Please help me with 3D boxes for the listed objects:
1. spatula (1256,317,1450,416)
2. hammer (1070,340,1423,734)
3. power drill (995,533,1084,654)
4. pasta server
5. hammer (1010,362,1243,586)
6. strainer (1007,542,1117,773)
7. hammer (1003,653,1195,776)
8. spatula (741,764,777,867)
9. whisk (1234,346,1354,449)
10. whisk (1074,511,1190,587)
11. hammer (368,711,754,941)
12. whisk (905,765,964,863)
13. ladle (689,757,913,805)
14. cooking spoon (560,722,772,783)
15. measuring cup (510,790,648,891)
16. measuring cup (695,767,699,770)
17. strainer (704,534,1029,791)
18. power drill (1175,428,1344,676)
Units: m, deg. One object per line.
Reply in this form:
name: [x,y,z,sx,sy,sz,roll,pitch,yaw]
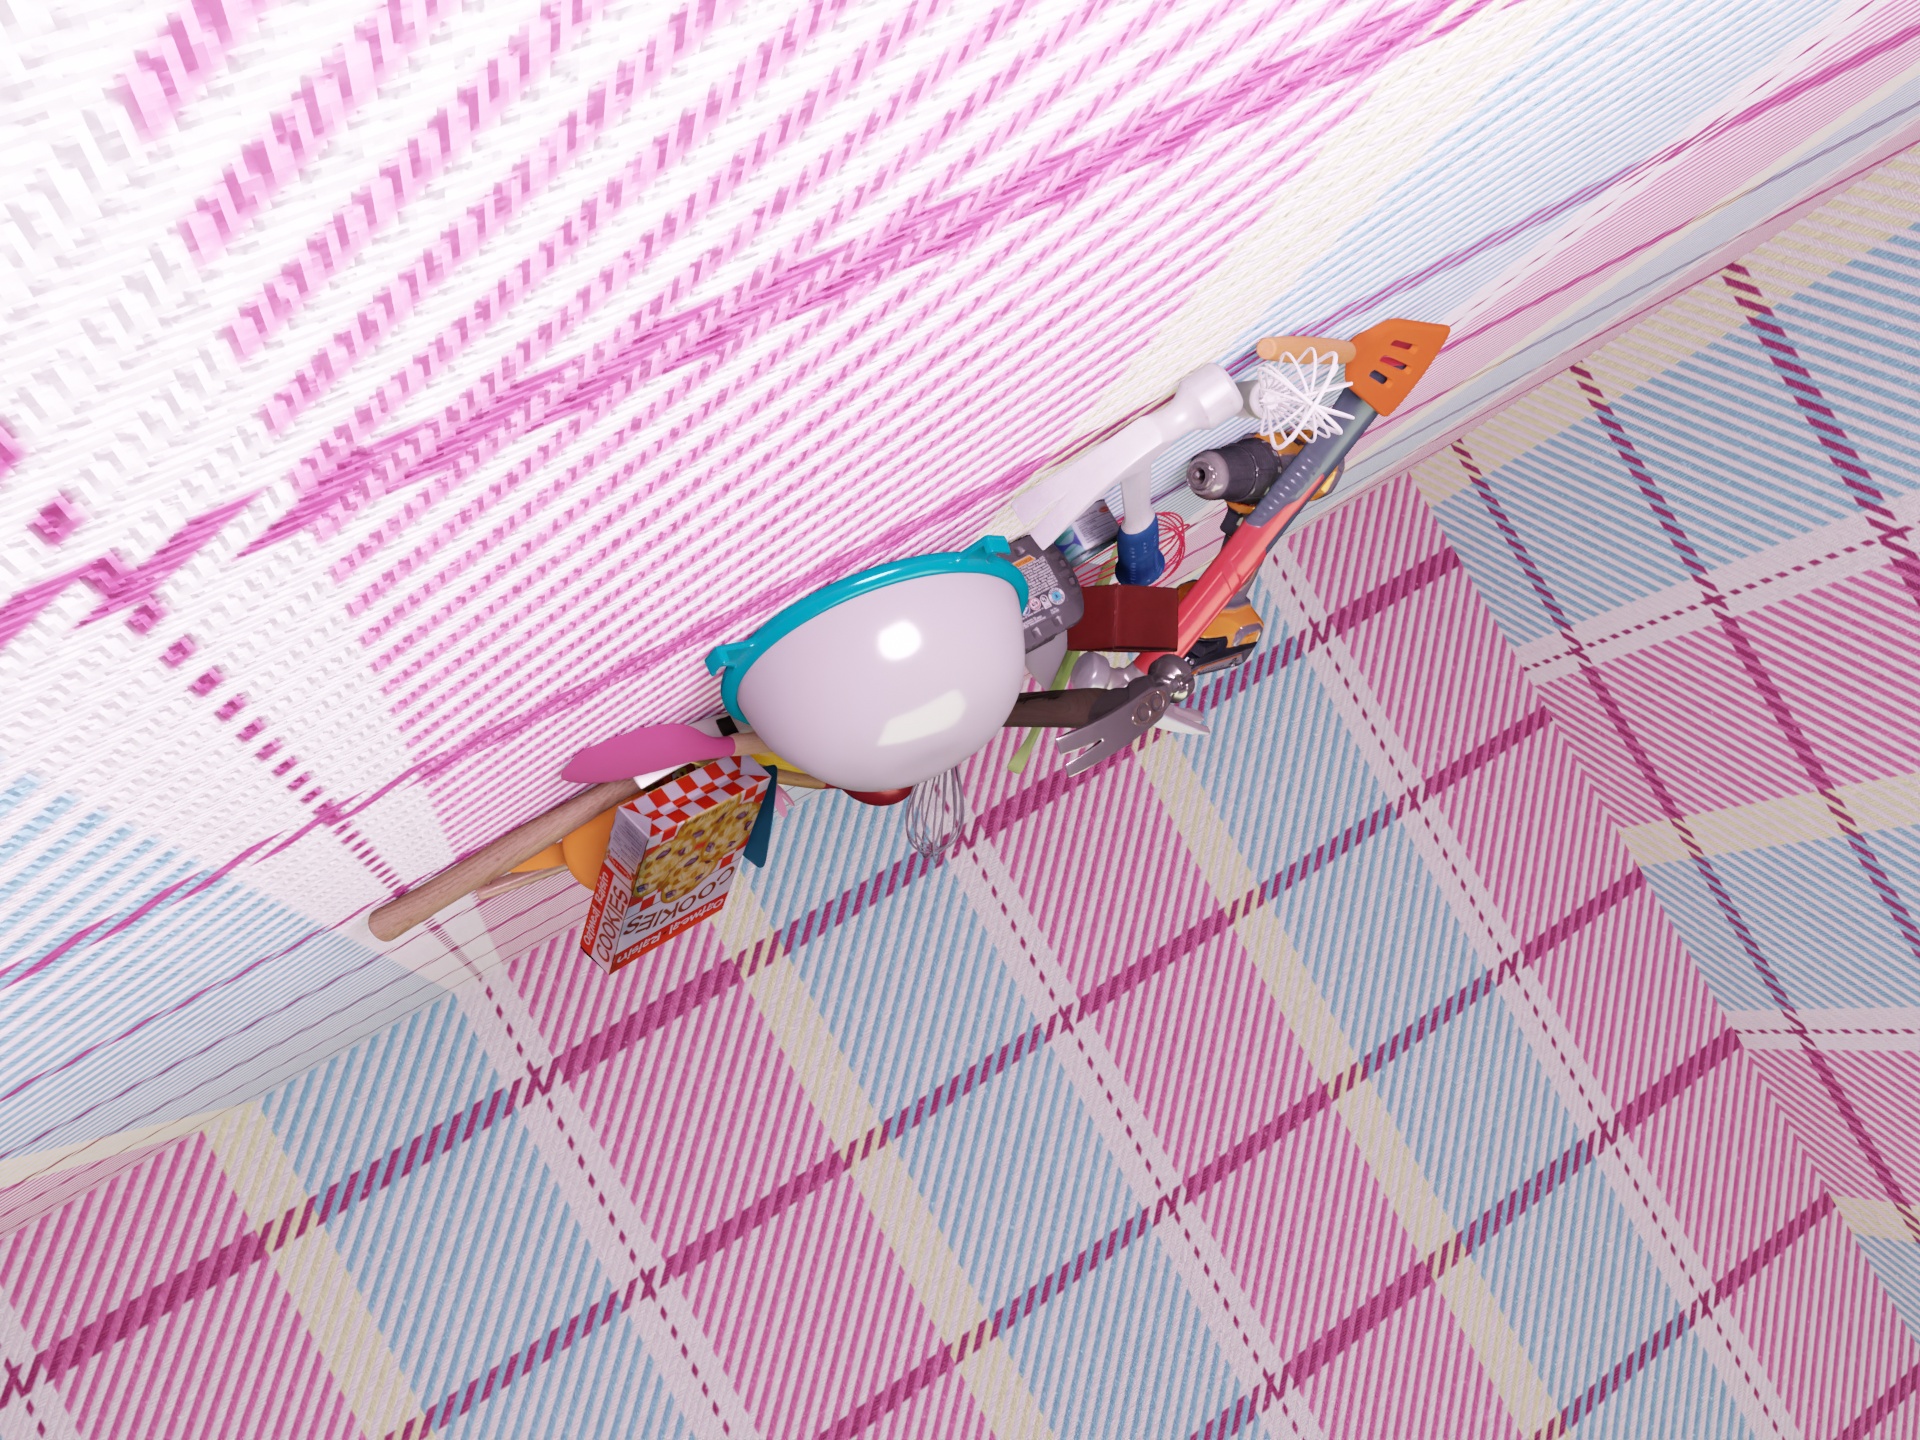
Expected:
spatula: [0.261,-0.244,1.071,0.081,0.041,0.322,-57,164,26]
hammer: [0.253,-0.145,1.303,0.143,0.038,0.386,20,122,-28]
power drill: [-0.017,-0.059,1.266,0.190,0.080,0.228,-28,180,-23]
pasta server: [-0.314,0.117,1.549,0.316,0.040,0.060,-21,-154,-20]
hammer: [0.118,-0.139,1.108,0.144,0.035,0.405,-34,172,3]
strainer: [0.074,-0.058,1.512,0.151,0.069,0.256,110,5,-54]
hammer: [-0.002,-0.004,1.341,0.146,0.038,0.411,-33,-159,-37]
spatula: [-0.187,0.076,1.405,0.044,0.082,0.317,7,178,-6]
whisk: [0.184,-0.189,0.939,0.059,0.058,0.246,-60,-175,10]
whisk: [0.081,-0.113,1.437,0.296,0.073,0.073,-26,177,-10]
hammer: [-0.316,0.083,1.220,0.331,0.031,0.130,-30,178,10]
whisk: [-0.012,0.014,1.446,0.055,0.239,0.055,7,160,2]
ladle: [-0.146,0.053,1.486,0.069,0.031,0.315,-3,170,34]
cooking spoon: [-0.148,0.016,1.165,0.318,0.017,0.068,-8,152,-46]
measuring cup: [-0.319,0.105,1.302,0.173,0.095,0.052,-10,172,16]
measuring cup: [-0.235,0.044,1.458,0.083,0.038,0.167,-31,163,-41]
strainer: [-0.032,0.008,1.076,0.211,0.095,0.340,-23,159,-1]
power drill: [0.230,-0.149,1.390,0.185,0.084,0.226,-13,136,-45]
